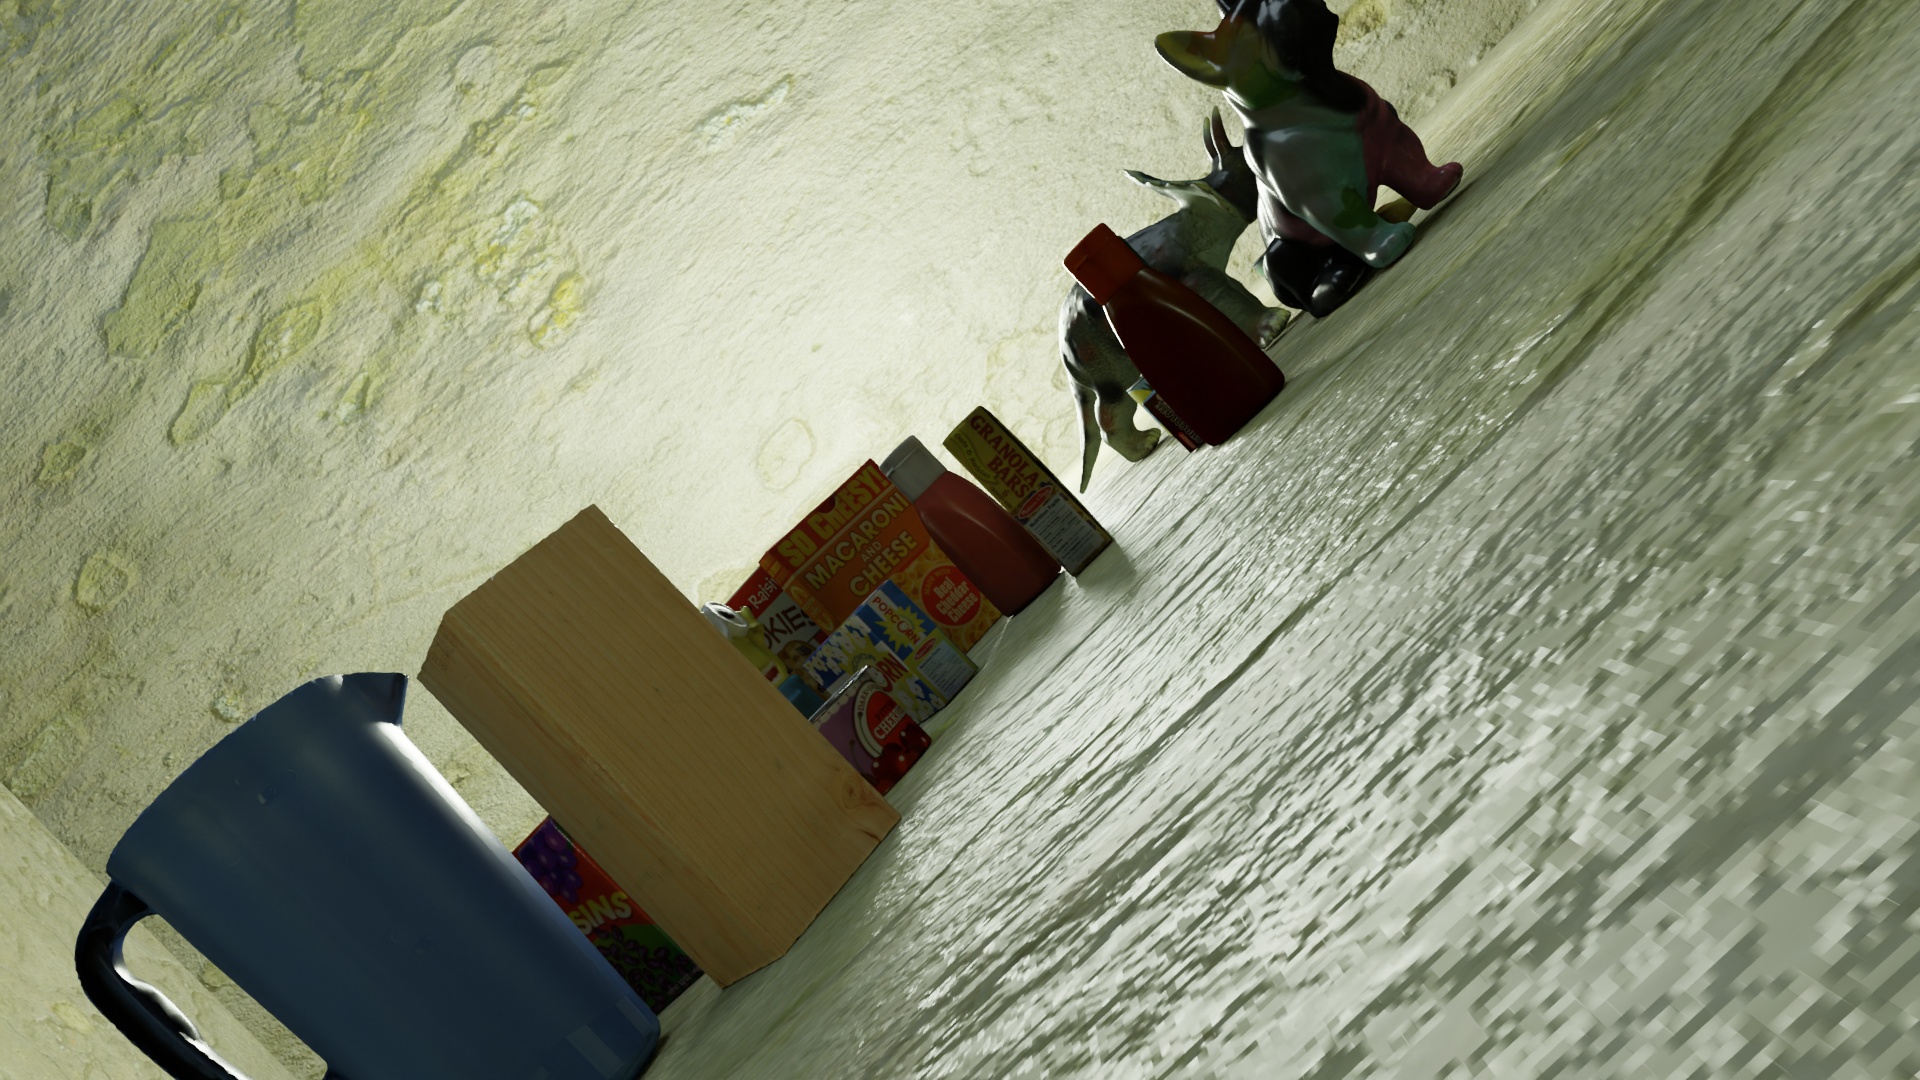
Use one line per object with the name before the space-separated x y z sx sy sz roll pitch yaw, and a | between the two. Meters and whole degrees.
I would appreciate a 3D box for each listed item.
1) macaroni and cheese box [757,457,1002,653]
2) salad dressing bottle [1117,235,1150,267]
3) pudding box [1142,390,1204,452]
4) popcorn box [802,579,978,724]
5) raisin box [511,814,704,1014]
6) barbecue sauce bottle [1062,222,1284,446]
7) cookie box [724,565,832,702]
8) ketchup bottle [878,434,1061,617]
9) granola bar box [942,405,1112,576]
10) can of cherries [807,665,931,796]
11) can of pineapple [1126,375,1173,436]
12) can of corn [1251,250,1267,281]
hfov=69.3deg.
macaroni and cheese box | -0.058 0.033 1.105 0.124 0.166 0.040 -45 0 -29
salad dressing bottle | 0.156 -0.162 1.031 0.064 0.147 0.044 -44 0 14
pudding box | 0.166 -0.102 0.969 0.030 0.049 0.084 -44 1 39
popcorn box | -0.051 0.086 0.946 0.038 0.085 0.126 -45 1 -31
raisin box | -0.206 0.215 0.792 0.086 0.123 0.040 -44 1 24
barbecue sauce bottle | 0.126 -0.129 0.849 0.064 0.148 0.044 -44 1 40
cookie box | -0.124 0.097 1.158 0.122 0.167 0.040 -44 1 35
ketchup bottle | 0.004 -0.013 1.020 0.044 0.149 0.064 -45 1 -40
granola bar box | 0.047 -0.038 0.976 0.039 0.124 0.165 -45 1 5
can of cherries | -0.058 0.115 0.795 0.071 0.058 0.071 -45 1 1
can of pineapple | 0.185 -0.131 1.191 0.071 0.058 0.071 -45 1 1
can of corn | 0.306 -0.251 1.248 0.071 0.058 0.071 -45 1 1
